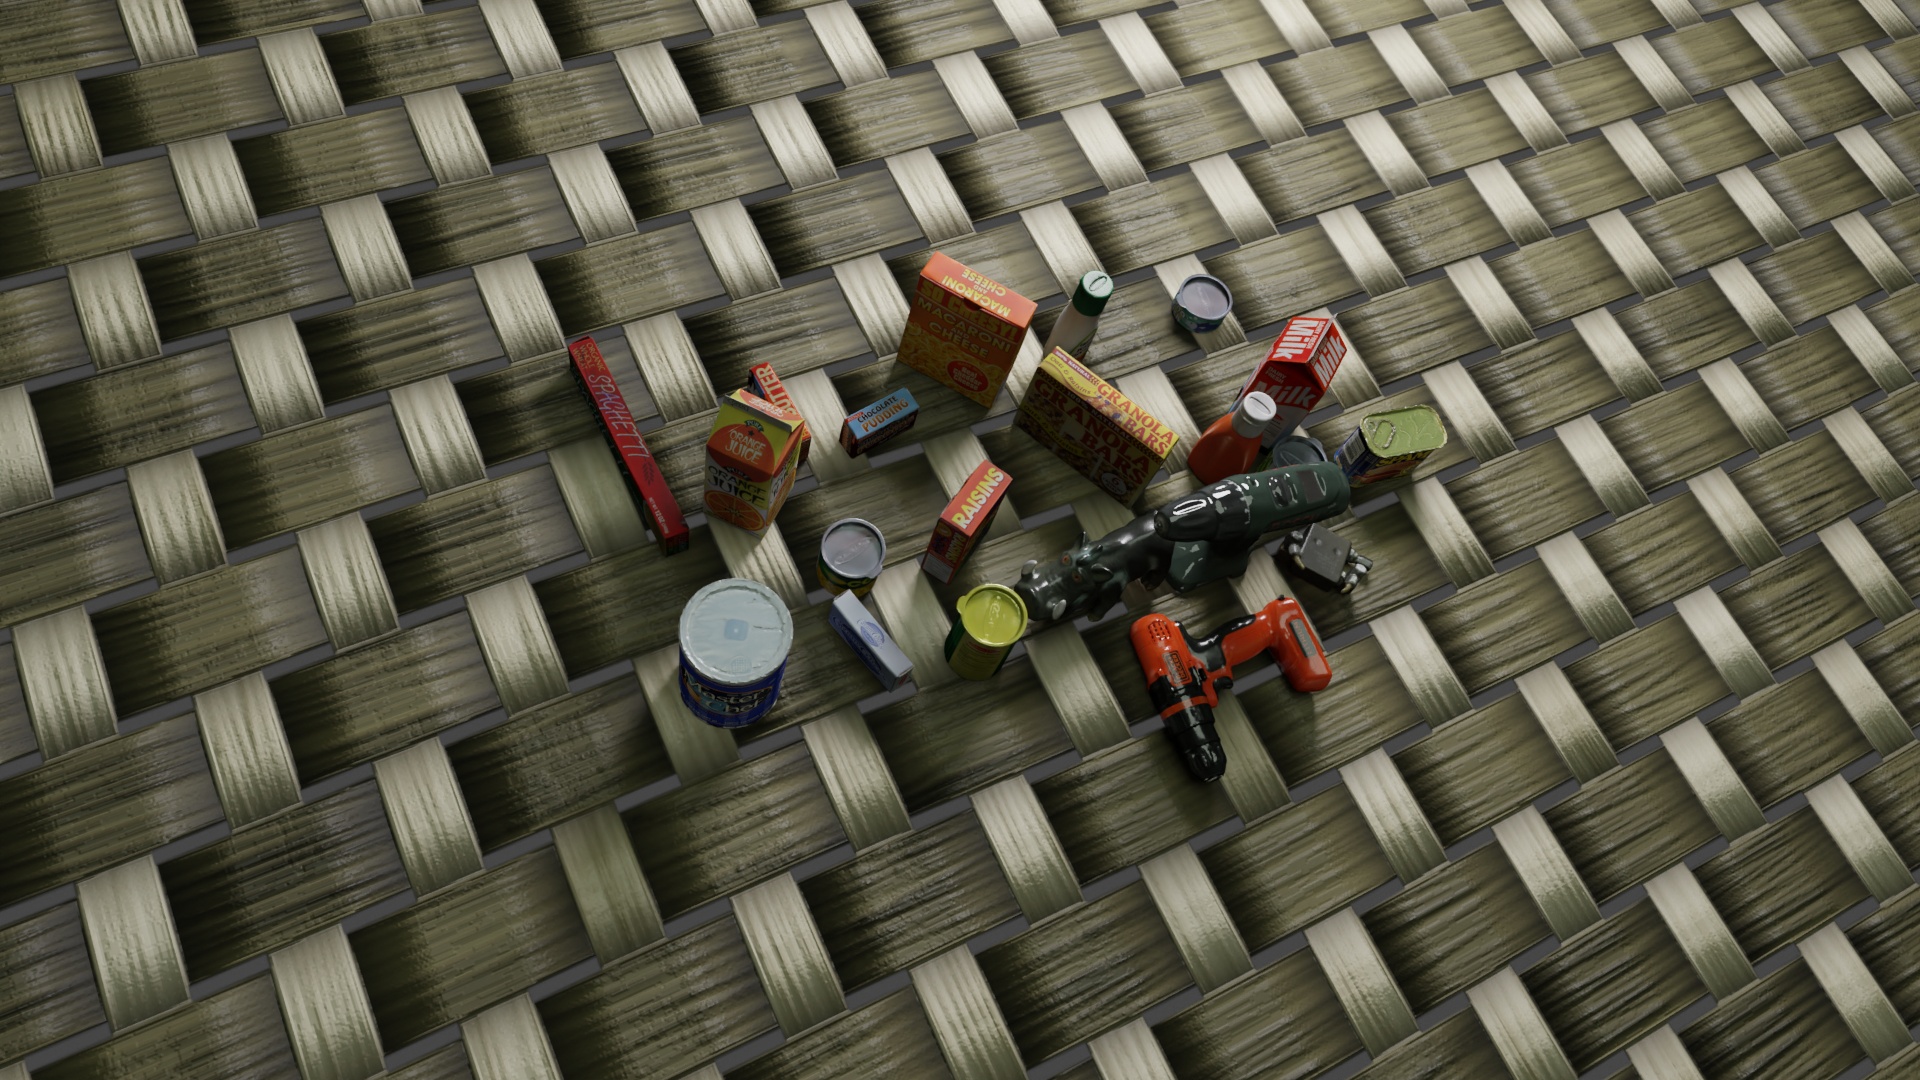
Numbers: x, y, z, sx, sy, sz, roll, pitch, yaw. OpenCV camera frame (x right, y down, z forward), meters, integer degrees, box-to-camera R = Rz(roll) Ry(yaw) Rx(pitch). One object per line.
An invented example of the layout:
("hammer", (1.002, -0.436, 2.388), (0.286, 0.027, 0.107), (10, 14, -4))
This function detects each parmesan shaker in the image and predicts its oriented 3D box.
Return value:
("parmesan shaker", (0.021, 0.092, 1.393), (0.071, 0.102, 0.071), (5, 65, -10))

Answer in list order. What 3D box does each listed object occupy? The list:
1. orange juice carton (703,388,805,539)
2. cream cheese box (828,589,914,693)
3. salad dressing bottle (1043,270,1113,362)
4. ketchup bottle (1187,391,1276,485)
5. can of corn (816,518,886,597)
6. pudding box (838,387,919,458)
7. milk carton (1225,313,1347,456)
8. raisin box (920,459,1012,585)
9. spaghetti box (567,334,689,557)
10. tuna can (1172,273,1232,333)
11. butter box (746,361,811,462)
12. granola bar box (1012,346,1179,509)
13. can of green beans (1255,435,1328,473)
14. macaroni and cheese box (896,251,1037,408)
("orange juice carton", (-0.206, -0.082, 1.378), (0.072, 0.191, 0.073), (25, 63, 1))
("cream cheese box", (-0.091, 0.102, 1.393), (0.024, 0.053, 0.104), (-36, 77, -24))
("salad dressing bottle", (0.133, -0.245, 1.551), (0.044, 0.147, 0.064), (44, 65, 10))
("ketchup bottle", (0.300, -0.110, 1.522), (0.065, 0.148, 0.044), (41, 64, 8))
("can of corn", (-0.111, 0.021, 1.424), (0.071, 0.058, 0.071), (5, 64, -10))
("pudding box", (-0.088, -0.128, 1.504), (0.084, 0.049, 0.030), (-30, 74, -23))
("milk carton", (0.365, -0.178, 1.544), (0.073, 0.189, 0.072), (32, 63, 4))
("raisin box", (0.005, -0.018, 1.430), (0.040, 0.123, 0.086), (35, 63, 5))
("spaghetti box", (-0.344, -0.099, 1.436), (0.029, 0.050, 0.250), (-24, 72, -21))
("tuna can", (0.287, -0.283, 1.666), (0.071, 0.032, 0.071), (5, 64, -10))
("butter box", (-0.194, -0.135, 1.483), (0.024, 0.053, 0.103), (-25, 72, -21))
("granola bar box", (0.145, -0.121, 1.508), (0.165, 0.123, 0.039), (38, 64, 7))
("can of green beans", (0.374, -0.077, 1.572), (0.071, 0.057, 0.071), (5, 64, -10))
("macaroni and cheese box", (0.004, -0.224, 1.503), (0.124, 0.165, 0.040), (28, 63, 2))
